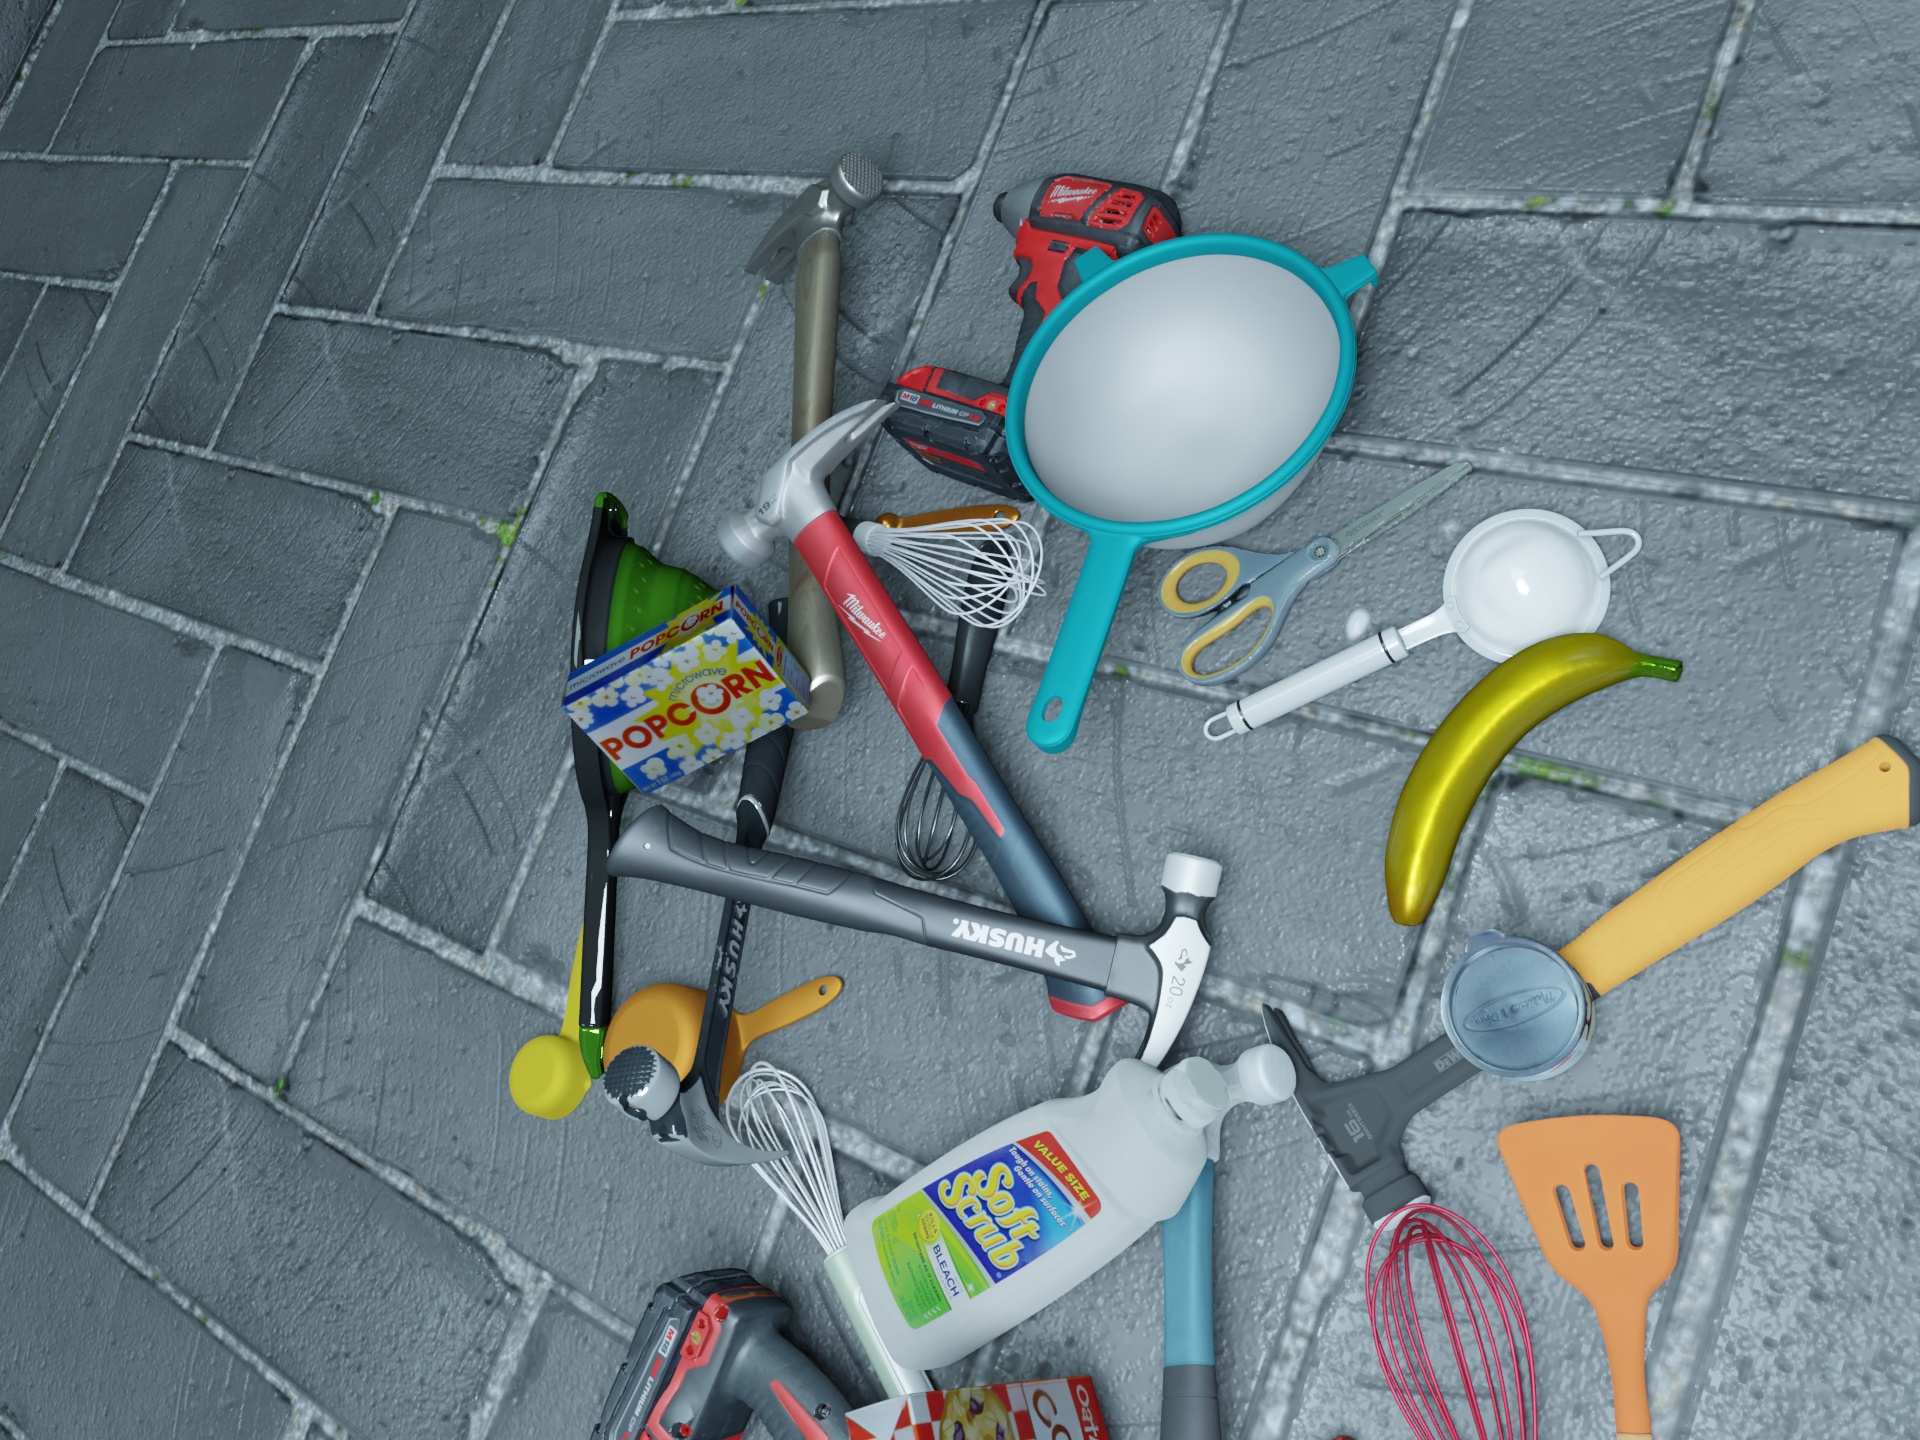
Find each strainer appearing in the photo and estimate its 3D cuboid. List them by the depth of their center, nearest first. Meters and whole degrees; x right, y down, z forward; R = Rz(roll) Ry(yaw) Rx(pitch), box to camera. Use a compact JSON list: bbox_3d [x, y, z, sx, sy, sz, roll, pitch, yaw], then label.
[{"bbox_3d":[0.248,-0.045,0.882,0.258,0.050,0.087,-28,74,24],"label":"strainer"},{"bbox_3d":[0.118,-0.124,0.944,0.211,0.095,0.340,12,72,30],"label":"strainer"}]

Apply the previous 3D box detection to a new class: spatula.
[{"bbox_3d":[0.299,0.342,0.702,0.081,0.041,0.323,-11,68,27],"label":"spatula"}]

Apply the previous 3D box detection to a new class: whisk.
[{"bbox_3d":[0.249,0.368,0.715,0.073,0.073,0.296,-23,68,23],"label":"whisk"},{"bbox_3d":[-0.073,0.309,0.943,0.247,0.057,0.059,56,139,29],"label":"whisk"},{"bbox_3d":[0.002,-0.010,1.017,0.055,0.055,0.239,-1,67,32],"label":"whisk"},{"bbox_3d":[-0.040,-0.117,1.055,0.285,0.070,0.070,22,84,50],"label":"whisk"}]

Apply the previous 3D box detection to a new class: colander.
[{"bbox_3d":[-0.207,0.046,1.094,0.094,0.204,0.397,2,89,-3],"label":"colander"}]

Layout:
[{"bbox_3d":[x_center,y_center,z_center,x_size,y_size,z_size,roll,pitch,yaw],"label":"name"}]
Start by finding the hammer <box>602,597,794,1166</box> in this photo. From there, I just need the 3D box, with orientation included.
[{"bbox_3d":[-0.129,0.081,0.998,0.036,0.149,0.409,-11,49,21],"label":"hammer"}]

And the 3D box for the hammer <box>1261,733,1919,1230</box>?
[{"bbox_3d":[0.312,0.111,0.786,0.337,0.034,0.127,-38,58,14],"label":"hammer"}]

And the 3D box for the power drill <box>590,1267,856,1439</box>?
[{"bbox_3d":[-0.091,0.422,0.852,0.227,0.080,0.188,23,90,33],"label":"power drill"}]

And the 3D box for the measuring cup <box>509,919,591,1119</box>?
[{"bbox_3d":[-0.280,0.200,1.119,0.062,0.029,0.156,2,75,32],"label":"measuring cup"}]

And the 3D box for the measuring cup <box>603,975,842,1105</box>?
[{"bbox_3d":[-0.158,0.198,1.030,0.173,0.052,0.095,-28,59,22],"label":"measuring cup"}]

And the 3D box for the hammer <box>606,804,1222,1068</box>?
[{"bbox_3d":[-0.033,0.112,0.881,0.335,0.035,0.146,13,84,4],"label":"hammer"}]

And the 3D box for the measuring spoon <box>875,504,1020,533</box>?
[{"bbox_3d":[-0.012,-0.138,1.093,0.117,0.011,0.021,0,72,32],"label":"measuring spoon"}]

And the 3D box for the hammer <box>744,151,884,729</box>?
[{"bbox_3d":[-0.107,-0.187,1.099,0.146,0.038,0.411,-27,56,49],"label":"hammer"}]

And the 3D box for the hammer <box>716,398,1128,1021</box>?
[{"bbox_3d":[-0.001,-0.003,0.938,0.143,0.038,0.386,-38,76,26],"label":"hammer"}]

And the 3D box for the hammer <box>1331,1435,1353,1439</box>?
[{"bbox_3d":[0.056,0.439,0.818,0.359,0.036,0.149,-22,62,24],"label":"hammer"}]

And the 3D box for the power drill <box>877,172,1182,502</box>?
[{"bbox_3d":[0.042,-0.269,1.074,0.143,0.078,0.220,25,84,36],"label":"power drill"}]

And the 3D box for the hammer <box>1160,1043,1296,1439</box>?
[{"bbox_3d":[0.113,0.330,0.776,0.128,0.033,0.331,-29,46,43],"label":"hammer"}]
